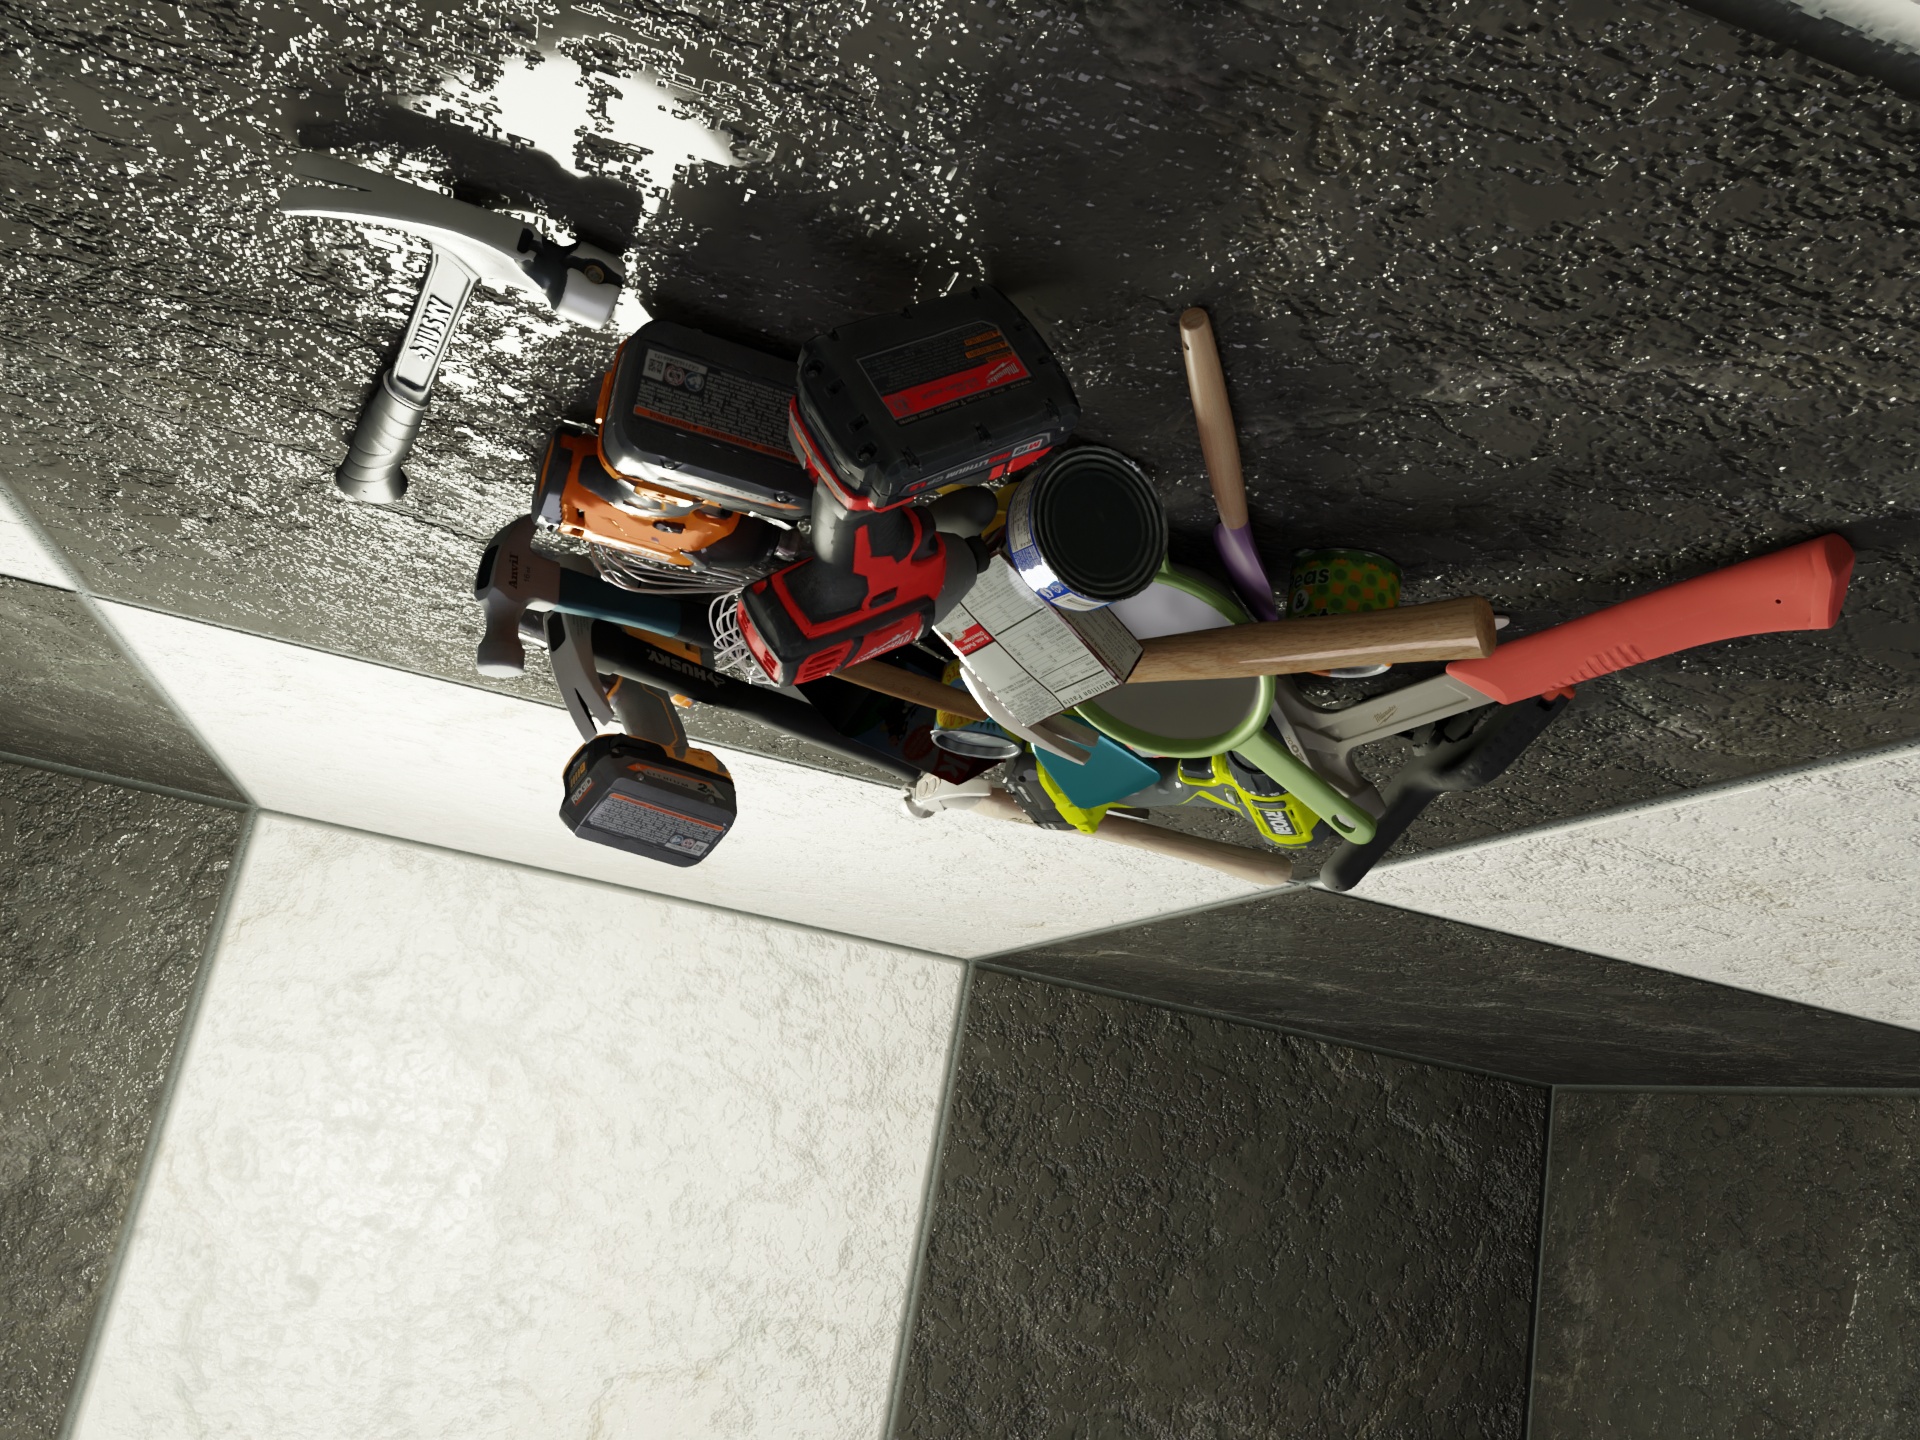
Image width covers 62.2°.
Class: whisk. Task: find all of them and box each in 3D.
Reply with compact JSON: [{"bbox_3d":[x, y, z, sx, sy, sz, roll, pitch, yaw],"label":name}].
[{"bbox_3d":[-0.139,-0.096,1.097,0.246,0.059,0.058,14,167,-31],"label":"whisk"},{"bbox_3d":[-0.072,-0.085,0.971,0.070,0.070,0.284,21,152,-33],"label":"whisk"}]

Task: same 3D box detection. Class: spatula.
[{"bbox_3d":[0.142,-0.122,0.844,0.060,0.018,0.315,53,179,26],"label":"spatula"},{"bbox_3d":[-0.002,-0.003,1.049,0.317,0.044,0.082,18,150,-38],"label":"spatula"}]

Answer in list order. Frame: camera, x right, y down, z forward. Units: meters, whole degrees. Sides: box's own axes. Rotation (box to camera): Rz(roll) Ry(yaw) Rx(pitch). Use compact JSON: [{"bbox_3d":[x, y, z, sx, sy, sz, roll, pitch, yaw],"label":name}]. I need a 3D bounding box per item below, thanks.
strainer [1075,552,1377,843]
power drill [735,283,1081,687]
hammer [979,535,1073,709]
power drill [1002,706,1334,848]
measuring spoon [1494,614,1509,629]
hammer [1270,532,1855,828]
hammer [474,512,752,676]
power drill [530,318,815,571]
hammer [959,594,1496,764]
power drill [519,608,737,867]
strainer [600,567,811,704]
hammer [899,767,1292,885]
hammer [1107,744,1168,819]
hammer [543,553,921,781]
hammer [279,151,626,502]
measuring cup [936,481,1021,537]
[{"bbox_3d":[0.173,-0.020,1.012,0.256,0.069,0.151,38,139,-10],"label":"strainer"},{"bbox_3d":[-0.027,-0.103,0.776,0.143,0.079,0.219,-23,161,-25],"label":"power drill"},{"bbox_3d":[0.014,-0.057,1.156,0.127,0.034,0.336,4,164,20],"label":"hammer"},{"bbox_3d":[0.153,0.032,1.175,0.228,0.080,0.190,2,157,24],"label":"power drill"},{"bbox_3d":[0.292,-0.057,1.021,0.124,0.018,0.034,-12,152,40],"label":"measuring spoon"},{"bbox_3d":[0.330,-0.041,0.931,0.037,0.149,0.359,-33,-174,-40],"label":"hammer"},{"bbox_3d":[-0.194,-0.069,1.134,0.033,0.128,0.330,-14,162,40],"label":"hammer"},{"bbox_3d":[-0.142,-0.137,0.894,0.164,0.084,0.226,14,168,-22],"label":"power drill"},{"bbox_3d":[0.145,-0.037,0.934,0.331,0.031,0.130,-4,127,35],"label":"hammer"},{"bbox_3d":[-0.266,-0.010,1.211,0.185,0.226,0.084,22,124,-35],"label":"power drill"},{"bbox_3d":[-0.175,-0.062,1.258,0.087,0.050,0.258,-25,139,37],"label":"strainer"},{"bbox_3d":[0.154,0.103,1.507,0.410,0.038,0.146,15,163,-27],"label":"hammer"},{"bbox_3d":[0.174,0.030,1.361,0.143,0.038,0.386,13,164,-16],"label":"hammer"},{"bbox_3d":[-0.160,-0.011,1.208,0.334,0.146,0.035,22,131,-38],"label":"hammer"},{"bbox_3d":[-0.311,-0.192,0.885,0.149,0.036,0.409,18,163,-23],"label":"hammer"},{"bbox_3d":[0.004,-0.139,0.905,0.156,0.029,0.062,32,152,-25],"label":"measuring cup"}]
